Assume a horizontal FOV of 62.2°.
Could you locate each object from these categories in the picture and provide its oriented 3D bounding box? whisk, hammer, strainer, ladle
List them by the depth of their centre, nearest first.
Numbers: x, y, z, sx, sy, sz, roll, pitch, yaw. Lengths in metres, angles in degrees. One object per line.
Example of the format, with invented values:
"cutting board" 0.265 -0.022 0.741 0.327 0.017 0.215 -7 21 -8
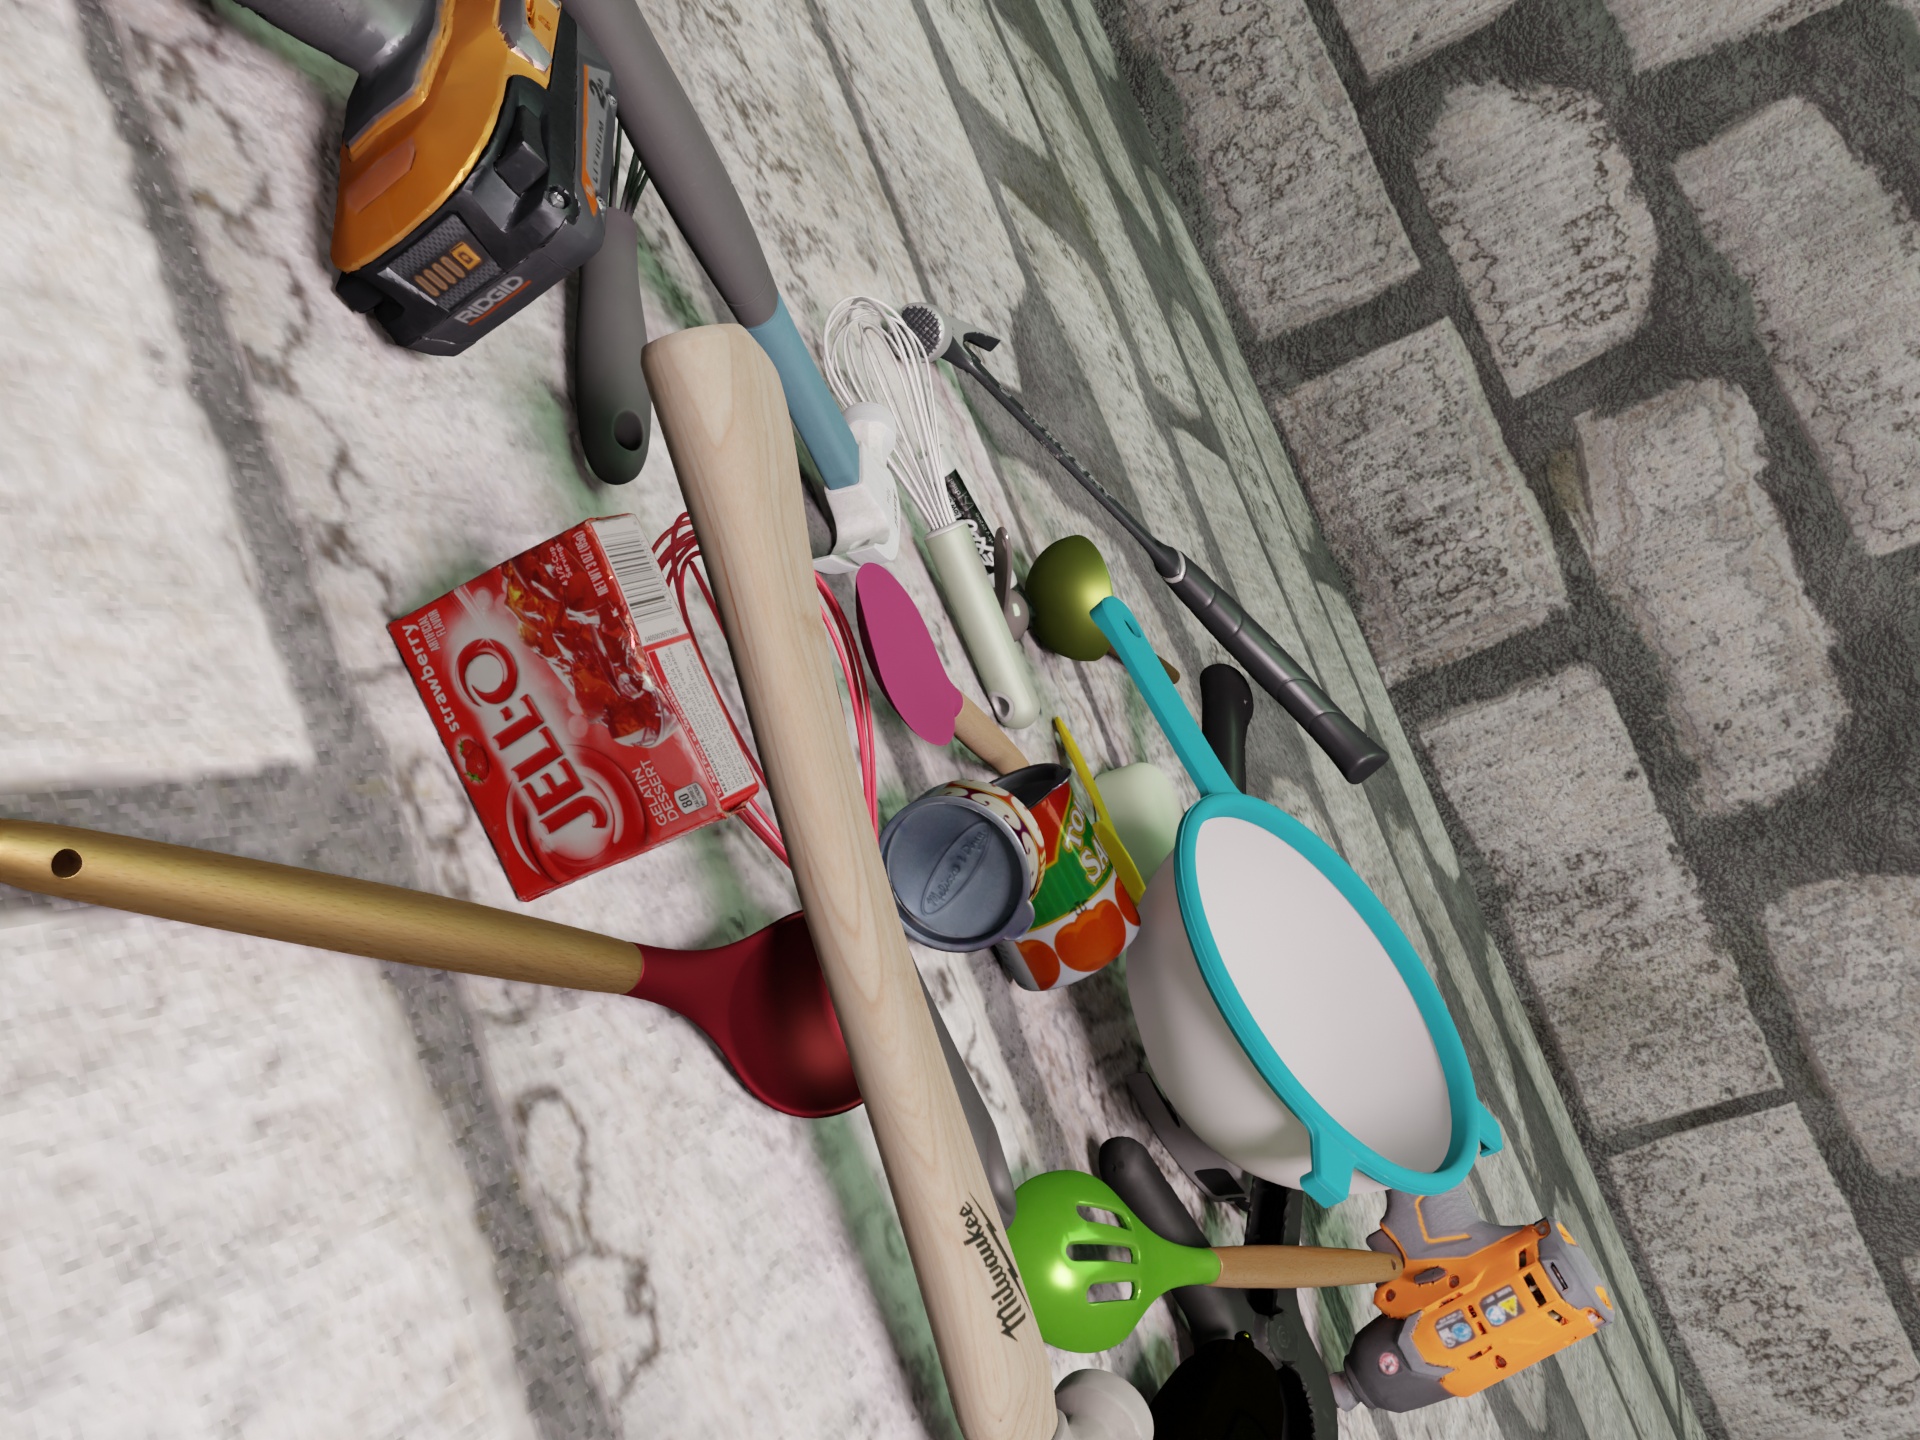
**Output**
"ladle" -0.108 0.065 0.432 0.315 0.031 0.069 28 70 -55
"hammer" -0.031 0.083 0.488 0.146 0.038 0.410 -25 100 -62
"whisk" -0.039 0.062 0.576 0.073 0.073 0.295 -55 125 -67
"whisk" -0.137 -0.191 0.626 0.055 0.055 0.239 36 40 -54
"hammer" -0.089 -0.181 0.651 0.330 0.033 0.128 61 20 -52
"strainer" 0.123 0.095 0.801 0.210 0.095 0.341 8 48 -50
"whisk" -0.011 -0.109 0.845 0.059 0.058 0.246 -28 100 -35
"hammer" 0.151 0.107 0.932 0.146 0.035 0.335 45 41 -42
"hammer" 0.120 -0.112 1.010 0.409 0.036 0.149 46 17 1
"ladle" 0.116 -0.058 1.087 0.320 0.062 0.078 19 53 -67

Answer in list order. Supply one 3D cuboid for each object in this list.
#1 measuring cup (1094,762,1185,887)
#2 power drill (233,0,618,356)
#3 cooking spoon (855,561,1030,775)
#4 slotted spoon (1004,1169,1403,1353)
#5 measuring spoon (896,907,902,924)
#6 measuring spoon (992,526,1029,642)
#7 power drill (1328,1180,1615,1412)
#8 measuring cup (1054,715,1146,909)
"measuring cup" 0.128 0.102 0.958 0.083 0.038 0.168 25 43 -61
"power drill" -0.200 -0.199 0.429 0.226 0.084 0.186 40 33 -42
"cooking spoon" -0.001 -0.002 0.687 0.318 0.017 0.069 42 32 -74
"slotted spoon" 0.124 0.243 0.714 0.313 0.031 0.070 22 53 -46
"measuring spoon" -0.041 0.063 0.627 0.042 0.021 0.128 -69 142 -80
"measuring spoon" 0.029 -0.077 0.873 0.124 0.018 0.034 86 -16 -71
"power drill" 0.245 0.278 0.928 0.084 0.164 0.227 33 25 -55
"measuring cup" 0.067 0.054 0.899 0.062 0.029 0.157 48 15 -39
